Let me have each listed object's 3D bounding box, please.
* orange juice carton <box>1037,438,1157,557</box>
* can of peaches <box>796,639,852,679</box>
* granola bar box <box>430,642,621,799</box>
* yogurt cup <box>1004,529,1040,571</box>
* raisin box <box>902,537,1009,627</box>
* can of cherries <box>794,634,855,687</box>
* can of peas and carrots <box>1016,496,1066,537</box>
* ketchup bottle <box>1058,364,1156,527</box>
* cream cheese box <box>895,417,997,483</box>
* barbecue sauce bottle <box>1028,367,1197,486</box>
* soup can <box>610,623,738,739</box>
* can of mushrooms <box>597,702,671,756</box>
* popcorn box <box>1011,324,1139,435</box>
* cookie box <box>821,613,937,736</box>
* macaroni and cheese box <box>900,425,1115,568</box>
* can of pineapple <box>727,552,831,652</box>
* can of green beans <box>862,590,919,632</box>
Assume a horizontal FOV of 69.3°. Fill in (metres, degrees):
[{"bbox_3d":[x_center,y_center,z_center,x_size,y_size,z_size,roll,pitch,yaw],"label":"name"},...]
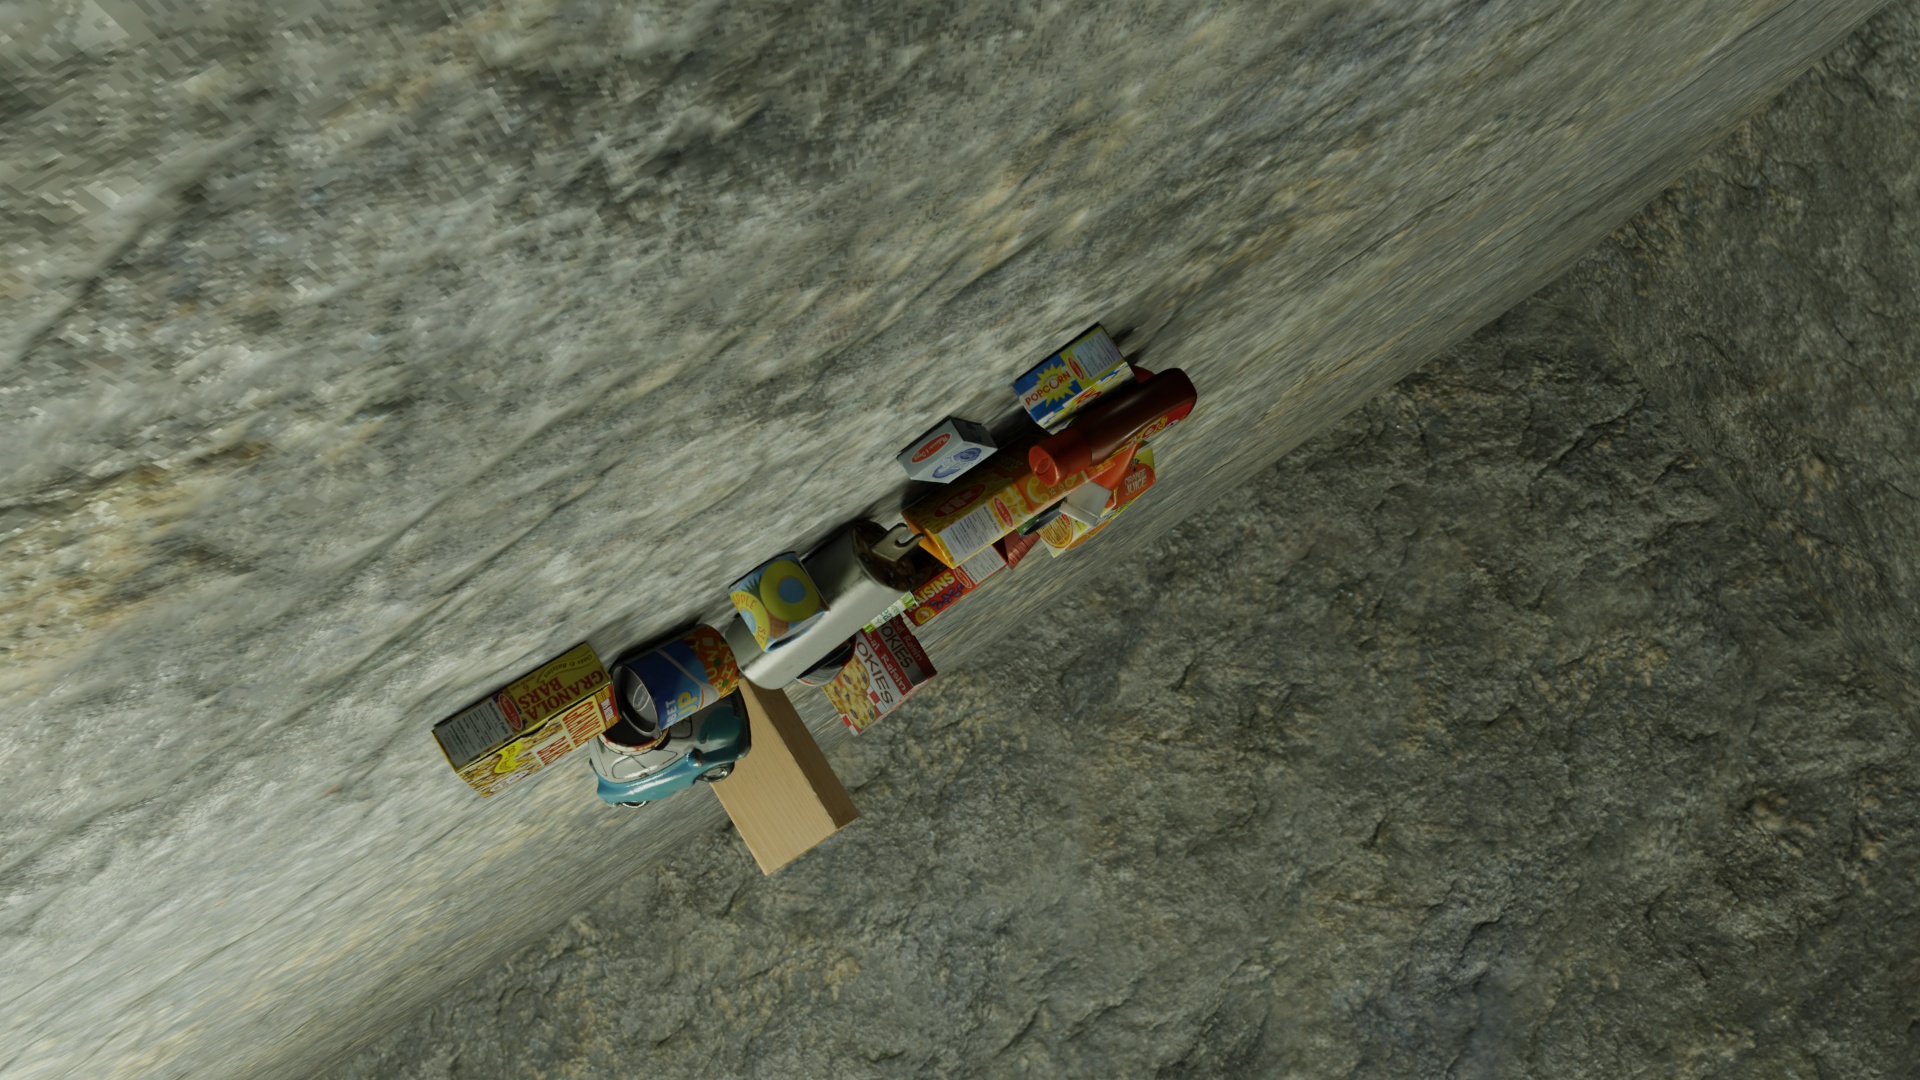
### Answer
[{"bbox_3d":[0.157,-0.060,1.613,0.072,0.073,0.191,-27,169,-35],"label":"orange juice carton"},{"bbox_3d":[-0.153,0.098,1.401,0.071,0.058,0.071,-32,171,-5],"label":"can of peaches"},{"bbox_3d":[-0.325,0.142,1.061,0.124,0.039,0.165,-31,172,-18],"label":"granola bar box"},{"bbox_3d":[0.053,-0.006,1.569,0.054,0.072,0.072,-42,171,2],"label":"yogurt cup"},{"bbox_3d":[-0.010,0.029,1.488,0.123,0.040,0.086,-35,-157,11],"label":"raisin box"},{"bbox_3d":[-0.151,0.115,1.493,0.072,0.071,0.058,-29,169,-30],"label":"can of cherries"},{"bbox_3d":[0.074,-0.045,1.434,0.071,0.059,0.071,-33,171,-6],"label":"can of peas and carrots"},{"bbox_3d":[0.139,-0.085,1.266,0.148,0.043,0.065,-64,-173,1],"label":"ketchup bottle"},{"bbox_3d":[-0.010,-0.070,1.096,0.053,0.024,0.104,-34,172,14],"label":"cream cheese box"},{"bbox_3d":[0.122,-0.091,1.133,0.149,0.044,0.064,-29,172,-27],"label":"barbecue sauce bottle"},{"bbox_3d":[-0.234,0.116,1.149,0.084,0.071,0.071,-27,169,-38],"label":"soup can"},{"bbox_3d":[-0.277,0.149,1.181,0.071,0.071,0.033,-30,169,-22],"label":"can of mushrooms"},{"bbox_3d":[0.095,-0.126,1.122,0.085,0.038,0.127,-34,172,9],"label":"popcorn box"},{"bbox_3d":[-0.106,0.135,1.563,0.040,0.123,0.166,-28,170,-38],"label":"cookie box"},{"bbox_3d":[0.038,-0.045,1.218,0.167,0.040,0.124,-33,-164,-8],"label":"macaroni and cheese box"},{"bbox_3d":[-0.150,0.052,1.146,0.071,0.058,0.071,-32,172,-5],"label":"can of pineapple"},{"bbox_3d":[-0.083,0.047,1.345,0.058,0.071,0.071,-33,171,-2],"label":"can of green beans"}]
